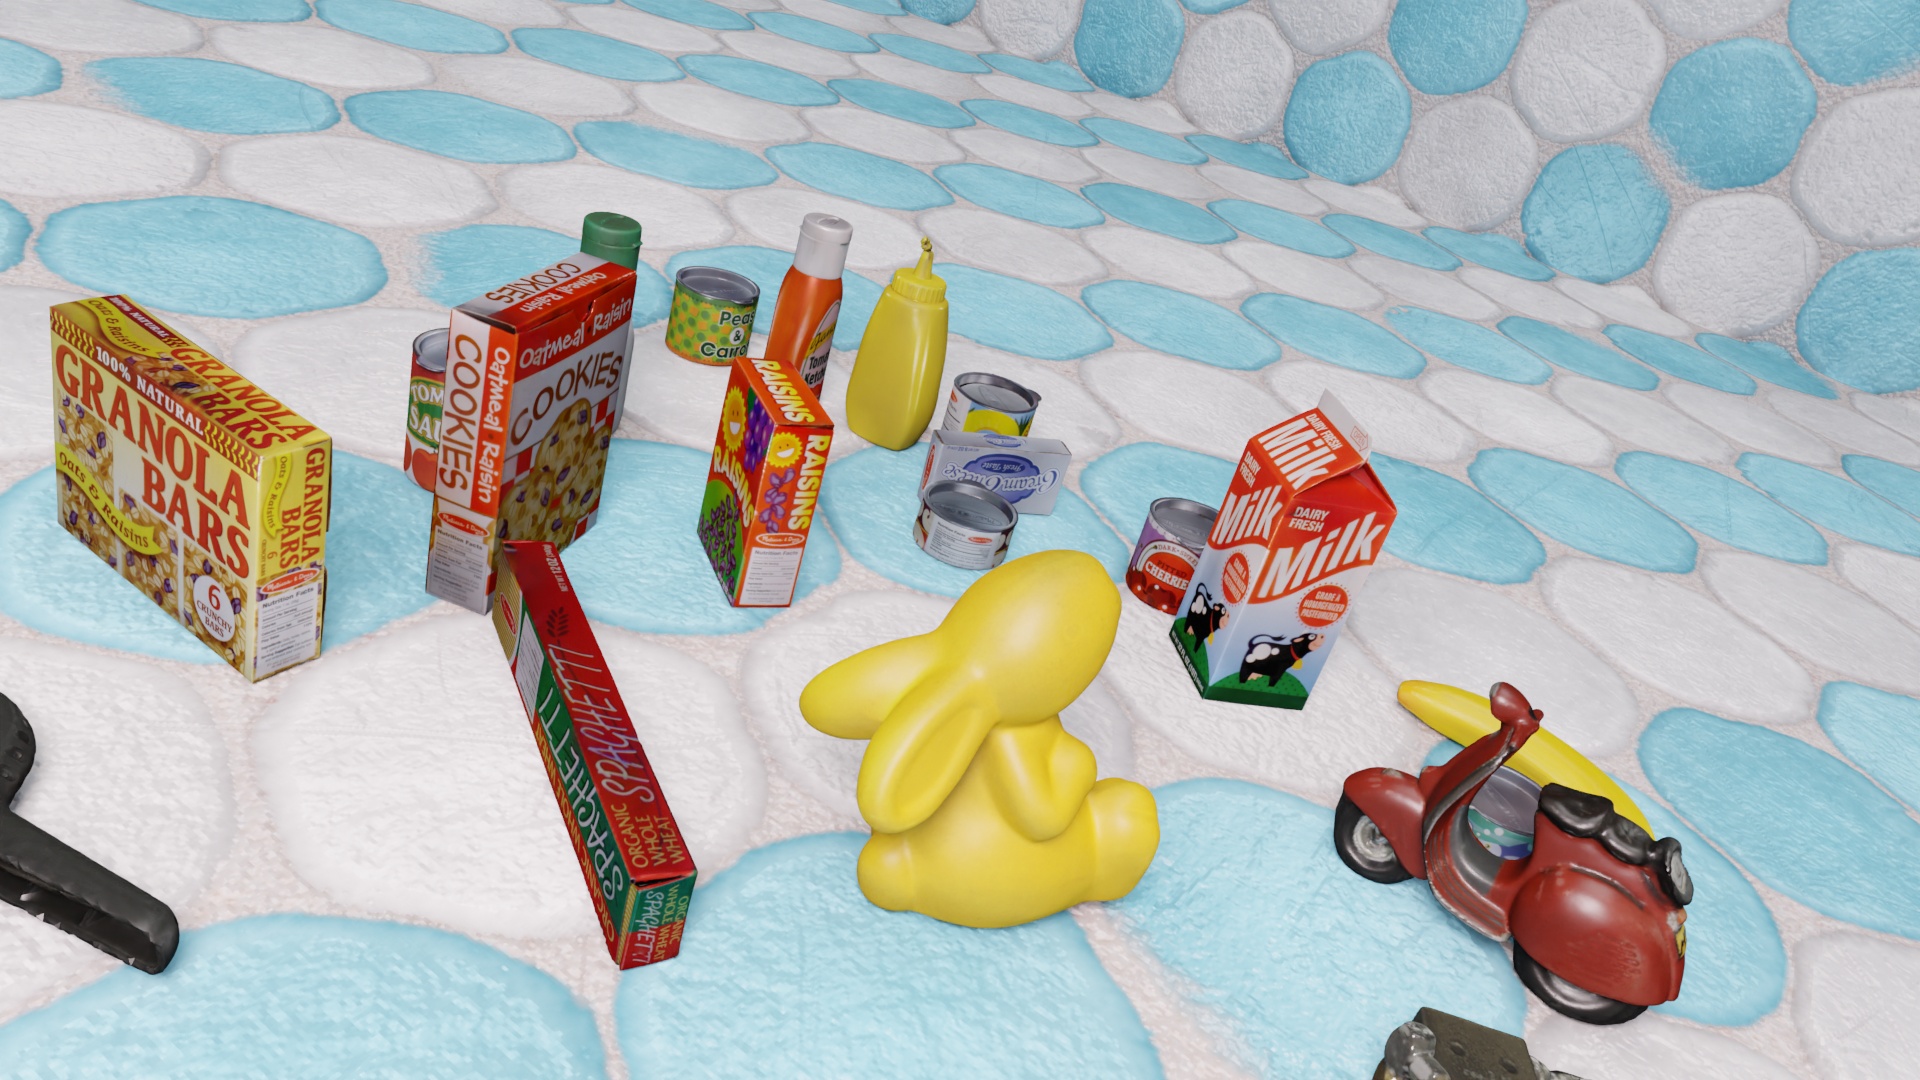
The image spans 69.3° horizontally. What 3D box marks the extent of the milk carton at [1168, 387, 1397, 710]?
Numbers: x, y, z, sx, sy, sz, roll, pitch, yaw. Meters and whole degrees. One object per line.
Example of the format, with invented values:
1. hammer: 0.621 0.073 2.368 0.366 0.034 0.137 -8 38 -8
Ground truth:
1. milk carton: 0.200 0.006 0.845 0.073 0.189 0.072 8 29 -17

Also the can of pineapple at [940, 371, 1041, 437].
1. can of pineapple: 0.022 -0.088 1.055 0.071 0.057 0.071 13 28 -7

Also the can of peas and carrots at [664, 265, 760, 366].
1. can of peas and carrots: -0.194 -0.176 1.093 0.071 0.058 0.071 13 28 -7

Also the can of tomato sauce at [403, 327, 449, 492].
1. can of tomato sauce: -0.297 -0.076 0.831 0.071 0.082 0.071 13 28 -7

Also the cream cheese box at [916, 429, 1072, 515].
1. cream cheese box: 0.024 -0.048 0.989 0.104 0.053 0.024 3 31 -25

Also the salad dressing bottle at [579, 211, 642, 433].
1. salad dressing bottle: -0.237 -0.140 0.911 0.044 0.147 0.064 20 28 6

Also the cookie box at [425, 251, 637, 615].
1. cookie box: -0.230 -0.060 0.751 0.040 0.166 0.123 21 28 7

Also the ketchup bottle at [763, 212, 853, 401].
1. ketchup bottle: -0.114 -0.166 1.024 0.043 0.148 0.065 23 28 11

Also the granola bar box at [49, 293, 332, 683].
1. granola bar box: -0.367 -0.027 0.661 0.166 0.123 0.039 30 30 23

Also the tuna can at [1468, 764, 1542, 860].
1. tuna can: 0.305 0.158 0.796 0.071 0.032 0.071 13 28 -7

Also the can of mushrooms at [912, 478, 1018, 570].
1. can of mushrooms: 0.003 -0.012 0.934 0.071 0.033 0.071 13 28 -7

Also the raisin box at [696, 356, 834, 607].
1. raisin box: -0.116 -0.034 0.814 0.040 0.122 0.086 1 32 -27

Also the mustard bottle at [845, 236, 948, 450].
1. mustard bottle: -0.039 -0.147 1.019 0.065 0.159 0.049 27 29 18

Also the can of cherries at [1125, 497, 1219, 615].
1. can of cherries: 0.151 0.012 0.946 0.071 0.058 0.072 13 28 -7

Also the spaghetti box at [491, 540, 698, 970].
1. spaghetti box: -0.175 0.087 0.641 0.029 0.050 0.251 -1 33 -31
